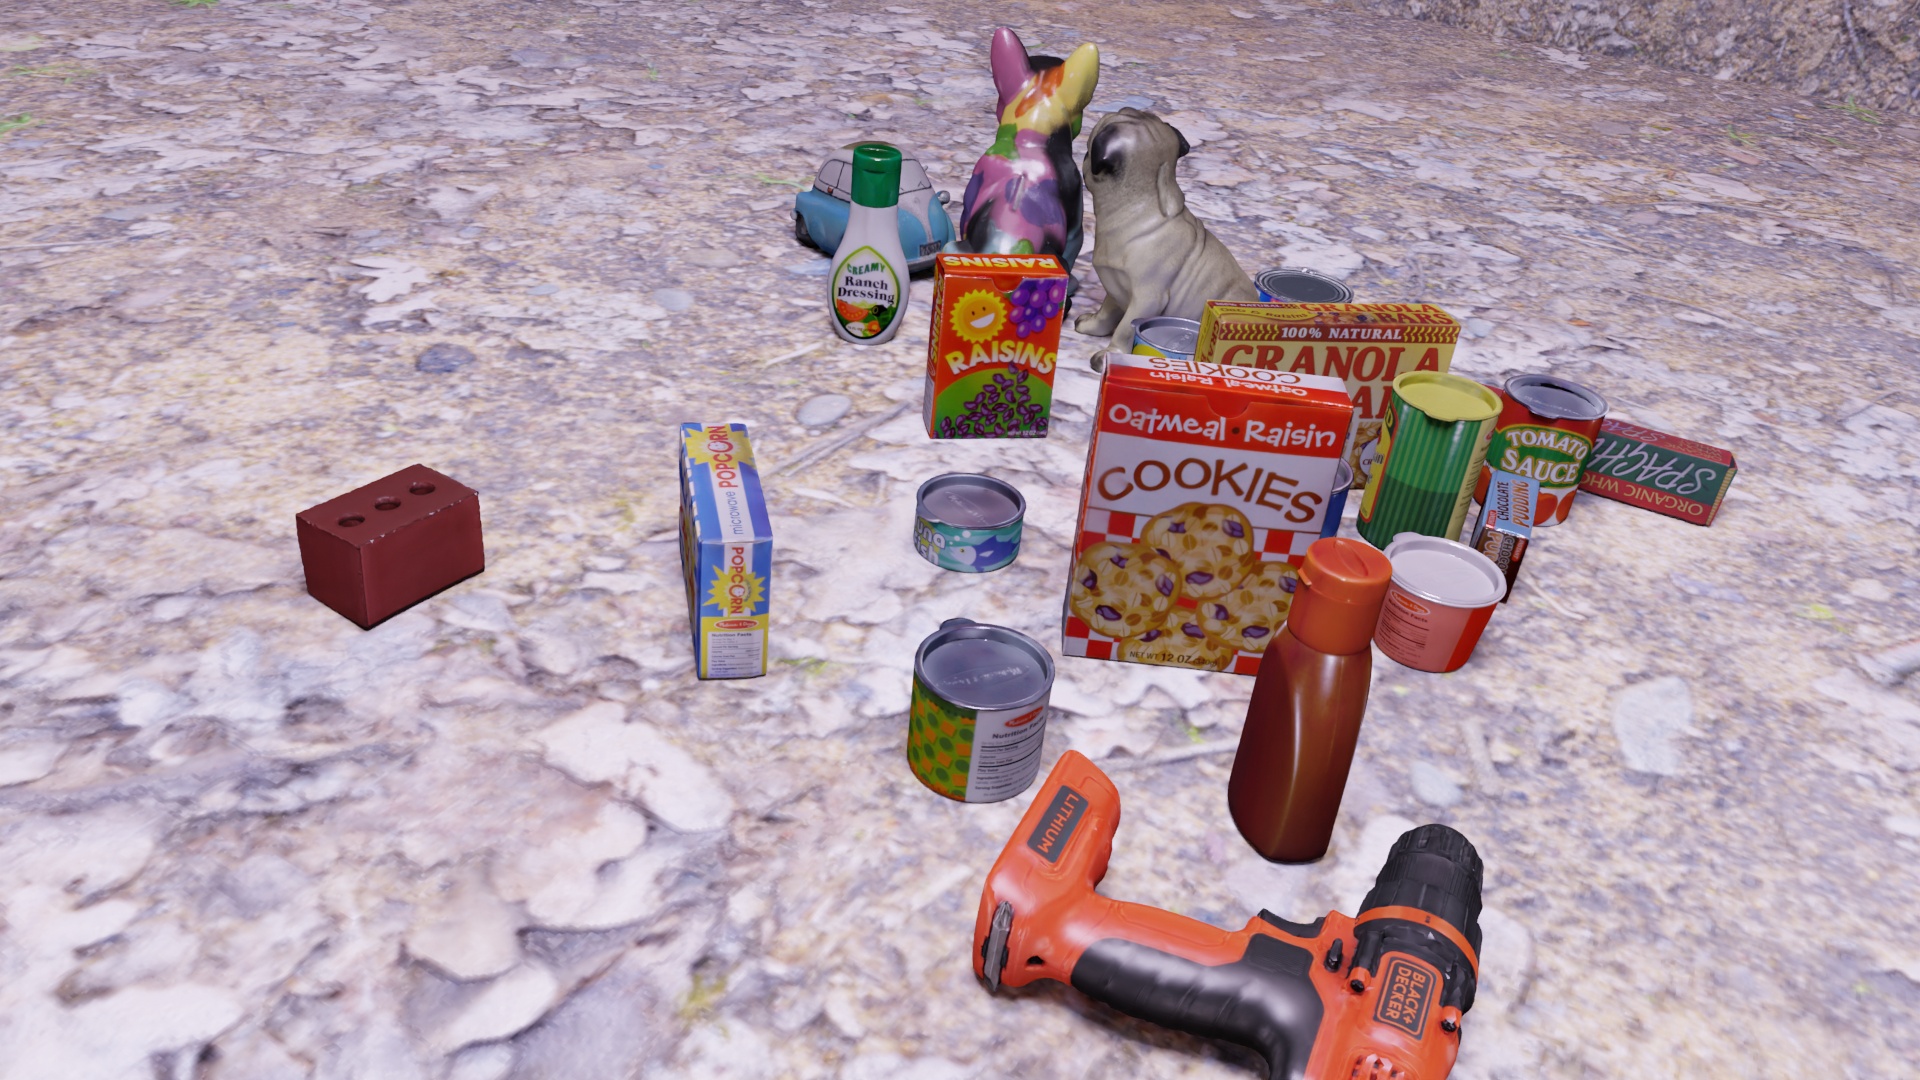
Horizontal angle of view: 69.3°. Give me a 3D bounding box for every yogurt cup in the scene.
[{"bbox_3d":[0.266,0.037,0.783,0.072,0.053,0.073,5,31,-3],"label":"yogurt cup"}]

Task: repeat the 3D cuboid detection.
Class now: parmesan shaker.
[{"bbox_3d":[0.293,-0.046,0.876,0.071,0.102,0.071,5,31,-3],"label":"parmesan shaker"}]

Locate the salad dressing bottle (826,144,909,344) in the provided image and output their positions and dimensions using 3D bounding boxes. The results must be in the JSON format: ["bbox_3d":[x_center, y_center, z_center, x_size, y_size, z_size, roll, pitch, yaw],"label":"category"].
[{"bbox_3d":[-0.068,-0.224,1.058,0.064,0.146,0.044,7,31,1],"label":"salad dressing bottle"}]

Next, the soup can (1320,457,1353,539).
[{"bbox_3d":[0.186,-0.008,0.813,0.071,0.083,0.072,5,31,-3],"label":"soup can"}]

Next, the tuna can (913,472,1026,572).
[{"bbox_3d":[0.003,-0.010,0.833,0.071,0.032,0.071,5,31,-3],"label":"tuna can"}]

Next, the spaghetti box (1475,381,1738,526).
[{"bbox_3d":[0.412,-0.073,0.992,0.250,0.050,0.029,20,34,21],"label":"spaghetti box"}]

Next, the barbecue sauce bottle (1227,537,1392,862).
[{"bbox_3d":[0.156,0.070,0.620,0.044,0.147,0.065,0,32,-10],"label":"barbecue sauce bottle"}]

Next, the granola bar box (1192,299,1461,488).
[{"bbox_3d":[0.234,-0.096,0.927,0.166,0.123,0.039,-1,32,-12],"label":"granola bar box"}]

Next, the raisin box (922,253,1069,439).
[{"bbox_3d":[0.022,-0.131,0.947,0.086,0.122,0.040,-1,32,-12],"label":"raisin box"}]

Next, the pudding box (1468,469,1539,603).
[{"bbox_3d":[0.337,-0.004,0.867,0.030,0.049,0.084,17,33,17],"label":"pudding box"}]

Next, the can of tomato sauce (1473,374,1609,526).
[{"bbox_3d":[0.388,-0.060,0.935,0.071,0.082,0.071,5,31,-3],"label":"can of tomato sauce"}]

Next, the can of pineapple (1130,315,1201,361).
[{"bbox_3d":[0.156,-0.128,1.027,0.071,0.057,0.071,5,31,-3],"label":"can of pineapple"}]

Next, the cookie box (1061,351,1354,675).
[{"bbox_3d":[0.124,-0.010,0.726,0.123,0.166,0.040,6,31,0],"label":"cookie box"}]

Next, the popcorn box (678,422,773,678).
[{"bbox_3d":[-0.127,0.003,0.739,0.038,0.084,0.127,-3,33,-15],"label":"popcorn box"}]

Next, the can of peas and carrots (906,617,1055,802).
[{"bbox_3d":[0.007,0.080,0.662,0.071,0.058,0.071,5,31,-3],"label":"can of peas and carrots"}]
